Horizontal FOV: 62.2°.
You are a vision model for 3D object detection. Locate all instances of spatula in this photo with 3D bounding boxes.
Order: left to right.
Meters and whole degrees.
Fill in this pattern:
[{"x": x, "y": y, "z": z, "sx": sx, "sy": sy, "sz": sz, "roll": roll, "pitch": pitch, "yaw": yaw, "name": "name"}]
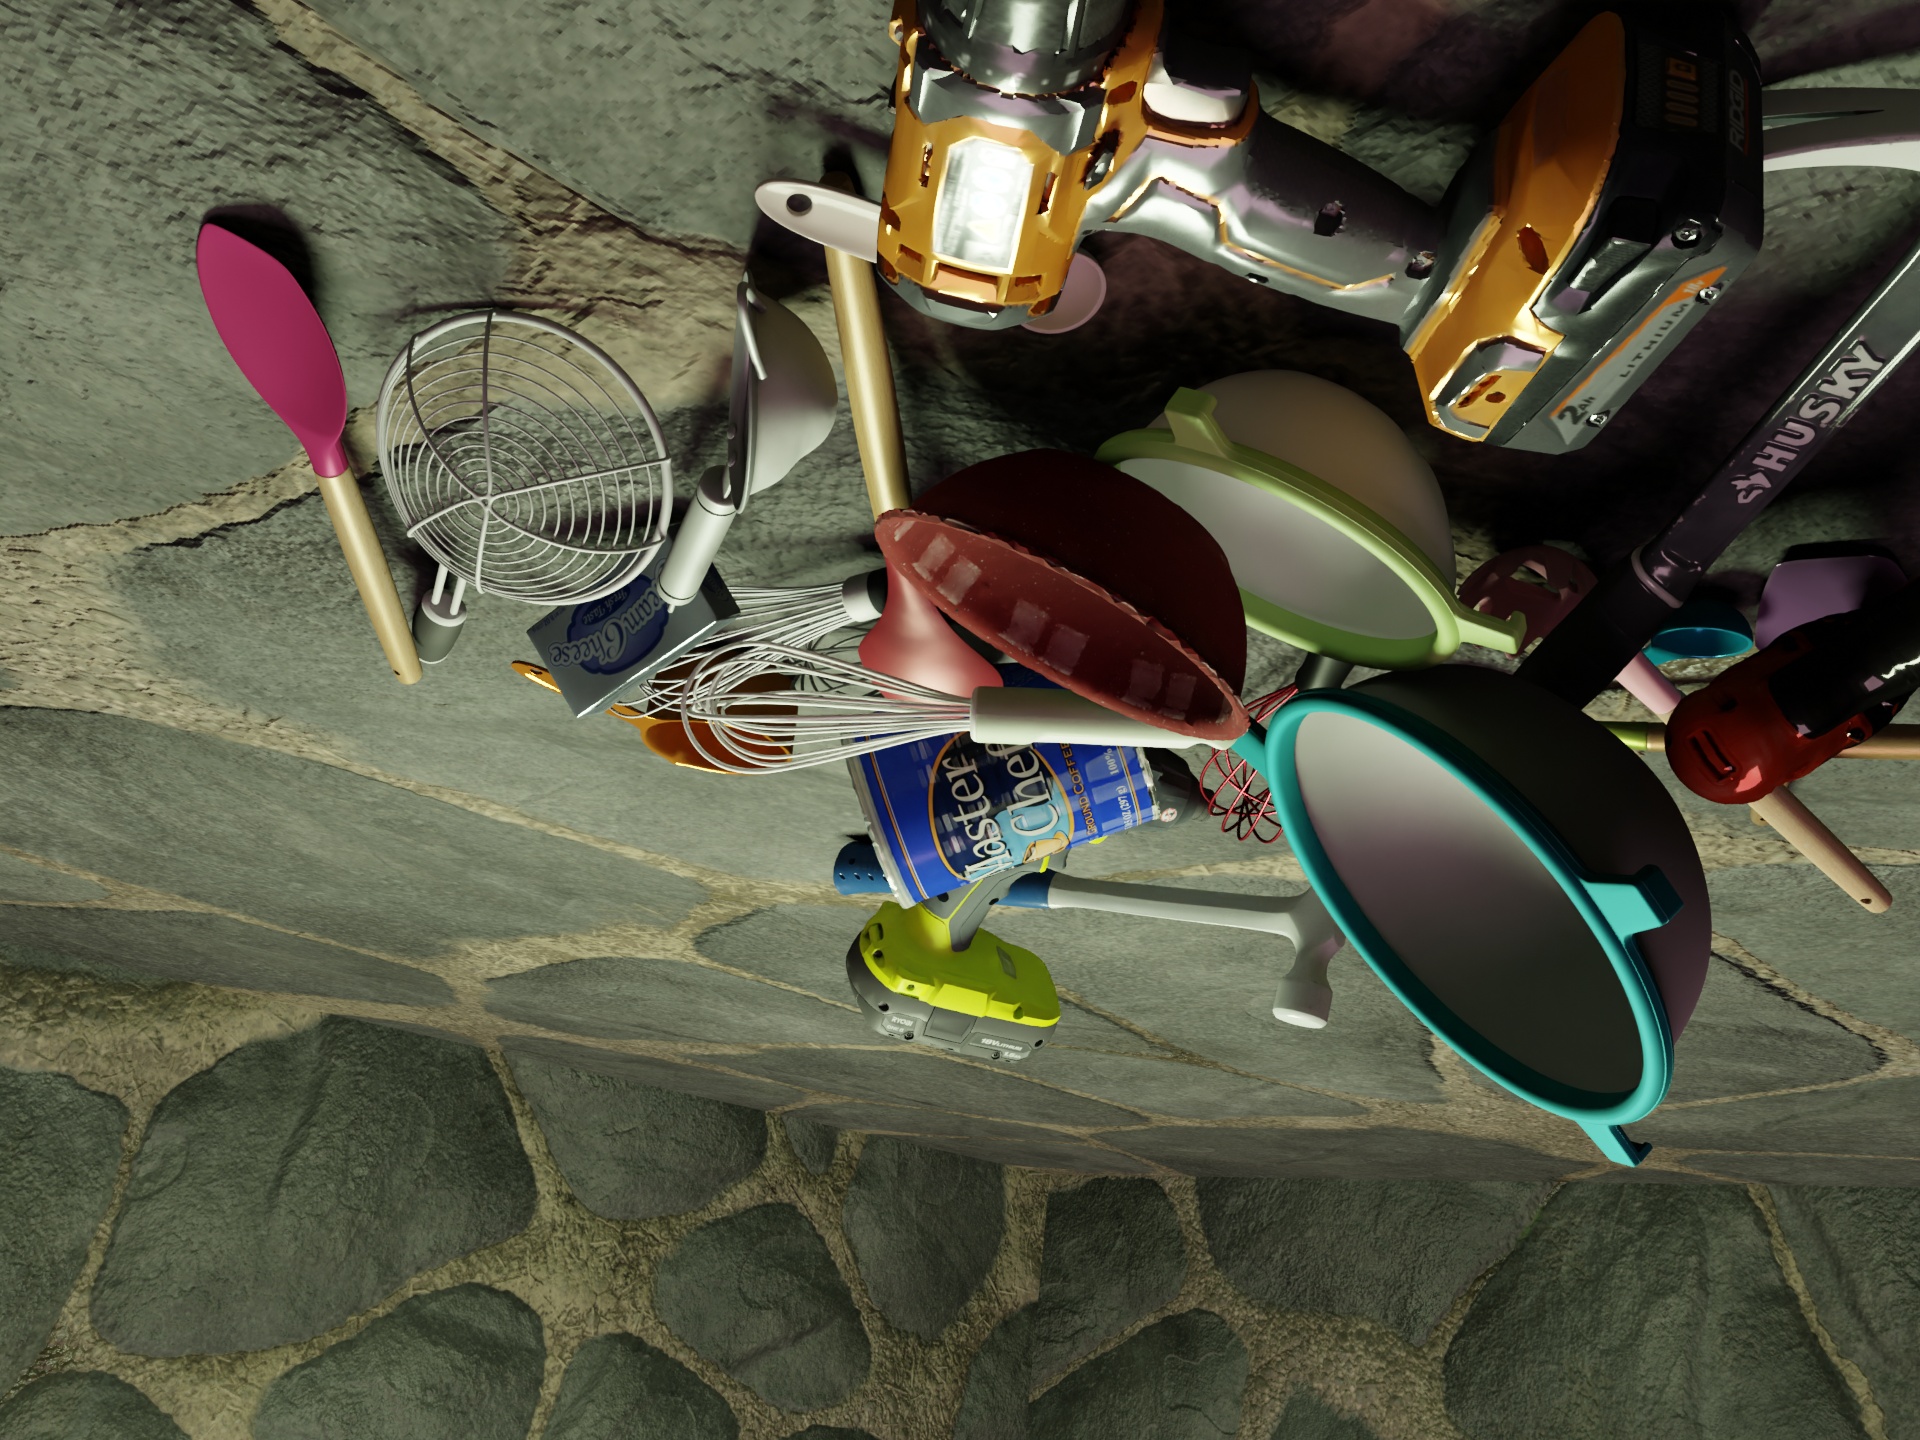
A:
[{"x": 0.420, "y": -0.005, "z": 0.796, "sx": 0.060, "sy": 0.018, "sz": 0.315, "roll": -1, "pitch": 156, "yaw": 20, "name": "spatula"}]

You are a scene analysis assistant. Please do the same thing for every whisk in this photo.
[{"x": -0.072, "y": -0.053, "z": 0.781, "sx": 0.284, "sy": 0.070, "sz": 0.070, "roll": -12, "pitch": 152, "yaw": 30, "name": "whisk"}, {"x": -0.007, "y": -0.039, "z": 0.782, "sx": 0.239, "sy": 0.055, "sz": 0.055, "roll": -6, "pitch": 155, "yaw": 43, "name": "whisk"}, {"x": -0.001, "y": -0.002, "z": 0.697, "sx": 0.246, "sy": 0.059, "sz": 0.058, "roll": 2, "pitch": 179, "yaw": 4, "name": "whisk"}, {"x": 0.177, "y": -0.010, "z": 0.816, "sx": 0.073, "sy": 0.073, "sz": 0.295, "roll": 7, "pitch": 152, "yaw": 0, "name": "whisk"}]

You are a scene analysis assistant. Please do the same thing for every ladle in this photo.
[{"x": -0.026, "y": -0.087, "z": 0.645, "sx": 0.069, "sy": 0.031, "sz": 0.315, "roll": 8, "pitch": 147, "yaw": 12, "name": "ladle"}, {"x": 0.369, "y": 0.019, "z": 0.788, "sx": 0.320, "sy": 0.062, "sz": 0.078, "roll": 1, "pitch": 147, "yaw": 26, "name": "ladle"}]

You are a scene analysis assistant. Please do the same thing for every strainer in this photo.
[{"x": -0.092, "y": -0.097, "z": 0.635, "sx": 0.050, "sy": 0.087, "sz": 0.258, "roll": 4, "pitch": 161, "yaw": -20, "name": "strainer"}, {"x": 0.116, "y": -0.083, "z": 0.646, "sx": 0.151, "sy": 0.069, "sz": 0.256, "roll": 32, "pitch": 172, "yaw": -11, "name": "strainer"}, {"x": 0.195, "y": 0.020, "z": 0.695, "sx": 0.341, "sy": 0.095, "sz": 0.210, "roll": 44, "pitch": 163, "yaw": 42, "name": "strainer"}]

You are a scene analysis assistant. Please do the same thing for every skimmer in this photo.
[{"x": -0.226, "y": -0.087, "z": 0.768, "sx": 0.127, "sy": 0.090, "sz": 0.363, "roll": 39, "pitch": 162, "yaw": -13, "name": "skimmer"}]

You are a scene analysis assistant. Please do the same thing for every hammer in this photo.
[{"x": 0.077, "y": 0.114, "z": 1.110, "sx": 0.406, "sy": 0.144, "sz": 0.035, "roll": 2, "pitch": 158, "yaw": 37, "name": "hammer"}, {"x": 0.263, "y": -0.064, "z": 0.589, "sx": 0.149, "sy": 0.036, "sz": 0.408, "roll": 18, "pitch": 153, "yaw": 2, "name": "hammer"}]

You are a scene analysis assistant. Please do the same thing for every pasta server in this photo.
[{"x": 0.343, "y": 0.012, "z": 0.740, "sx": 0.316, "sy": 0.040, "sz": 0.060, "roll": 36, "pitch": 148, "yaw": -22, "name": "pasta server"}]

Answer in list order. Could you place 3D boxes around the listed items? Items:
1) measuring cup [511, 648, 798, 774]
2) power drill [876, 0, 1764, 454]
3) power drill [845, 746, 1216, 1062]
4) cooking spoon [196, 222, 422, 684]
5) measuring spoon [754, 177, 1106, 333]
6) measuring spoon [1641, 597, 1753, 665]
[{"x": -0.170, "y": -0.021, "z": 0.902, "sx": 0.173, "sy": 0.052, "sz": 0.095, "roll": 24, "pitch": 153, "yaw": -33, "name": "measuring cup"}, {"x": 0.092, "y": -0.162, "z": 0.424, "sx": 0.226, "sy": 0.084, "sz": 0.185, "roll": 13, "pitch": 157, "yaw": -2, "name": "power drill"}, {"x": 0.039, "y": 0.095, "z": 0.959, "sx": 0.171, "sy": 0.080, "sz": 0.223, "roll": 17, "pitch": 117, "yaw": -20, "name": "power drill"}, {"x": -0.278, "y": -0.100, "z": 0.717, "sx": 0.069, "sy": 0.017, "sz": 0.318, "roll": 30, "pitch": 152, "yaw": 9, "name": "cooking spoon"}, {"x": -0.009, "y": -0.160, "z": 0.528, "sx": 0.124, "sy": 0.018, "sz": 0.034, "roll": 12, "pitch": 138, "yaw": -21, "name": "measuring spoon"}, {"x": 0.321, "y": -0.037, "z": 0.758, "sx": 0.042, "sy": 0.021, "sz": 0.128, "roll": 14, "pitch": 167, "yaw": -16, "name": "measuring spoon"}]
